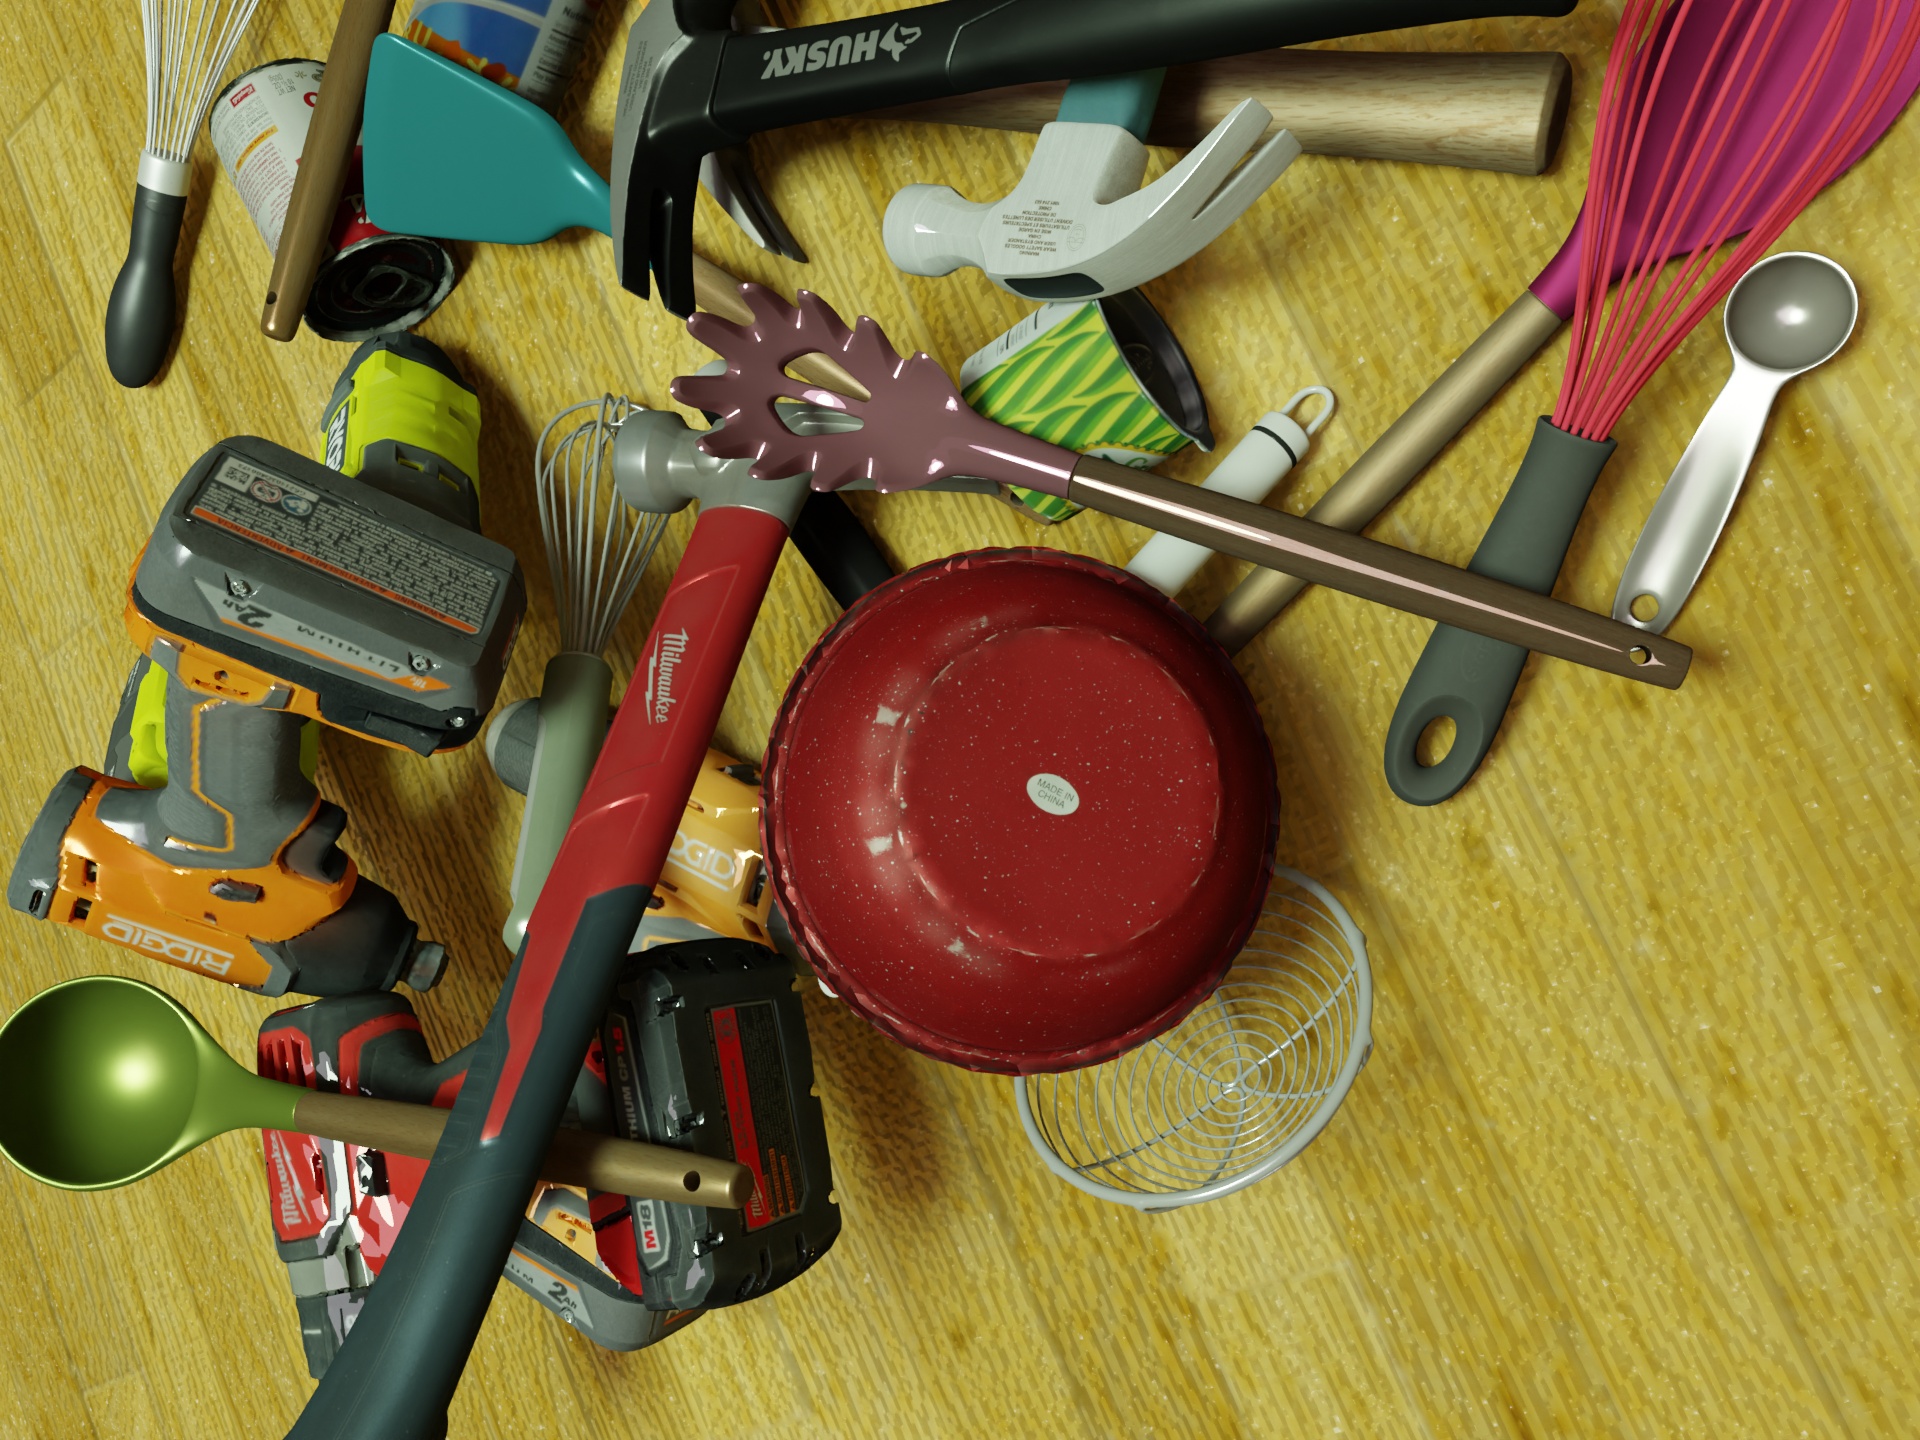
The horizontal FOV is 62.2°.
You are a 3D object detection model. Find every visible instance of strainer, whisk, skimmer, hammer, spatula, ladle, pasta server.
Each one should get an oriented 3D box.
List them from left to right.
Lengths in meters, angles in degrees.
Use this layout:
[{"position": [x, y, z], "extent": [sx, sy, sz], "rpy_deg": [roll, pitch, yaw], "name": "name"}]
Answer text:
[{"position": [-0.369, -0.290, 0.747], "extent": [0.070, 0.070, 0.284], "rpy_deg": [32, 113, 22], "name": "whisk"}, {"position": [-0.209, 0.134, 0.531], "extent": [0.320, 0.062, 0.078], "rpy_deg": [0, 79, 29], "name": "ladle"}, {"position": [-0.143, -0.026, 0.598], "extent": [0.057, 0.059, 0.247], "rpy_deg": [115, 159, -57], "name": "whisk"}, {"position": [-0.102, 0.061, 0.491], "extent": [0.143, 0.038, 0.387], "rpy_deg": [6, 63, 23], "name": "hammer"}, {"position": [-0.097, -0.157, 0.604], "extent": [0.317, 0.044, 0.082], "rpy_deg": [34, 132, 14], "name": "spatula"}, {"position": [-0.001, -0.002, 0.555], "extent": [0.127, 0.090, 0.363], "rpy_deg": [-38, 74, 4], "name": "skimmer"}, {"position": [0.013, -0.199, 0.474], "extent": [0.335, 0.035, 0.146], "rpy_deg": [9, 85, 38], "name": "hammer"}, {"position": [0.035, -0.215, 0.549], "extent": [0.331, 0.031, 0.130], "rpy_deg": [15, 101, 26], "name": "hammer"}, {"position": [0.033, -0.018, 0.514], "extent": [0.258, 0.050, 0.087], "rpy_deg": [-47, 50, -6], "name": "strainer"}, {"position": [0.059, -0.066, 0.482], "extent": [0.316, 0.040, 0.060], "rpy_deg": [20, 101, 15], "name": "pasta server"}, {"position": [0.078, -0.289, 0.486], "extent": [0.128, 0.033, 0.331], "rpy_deg": [21, 94, 37], "name": "hammer"}, {"position": [0.185, -0.101, 0.454], "extent": [0.073, 0.073, 0.295], "rpy_deg": [29, 118, 23], "name": "whisk"}]

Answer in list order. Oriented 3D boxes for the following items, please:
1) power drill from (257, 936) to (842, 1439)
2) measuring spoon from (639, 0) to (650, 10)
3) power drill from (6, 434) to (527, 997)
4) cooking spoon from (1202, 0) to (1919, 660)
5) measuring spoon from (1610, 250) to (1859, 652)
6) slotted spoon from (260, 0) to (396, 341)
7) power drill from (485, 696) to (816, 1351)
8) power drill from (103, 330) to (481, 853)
[{"position": [-0.159, 0.179, 0.571], "extent": [0.227, 0.080, 0.188], "rpy_deg": [-16, 79, 26], "name": "power drill"}, {"position": [-0.125, -0.307, 0.641], "extent": [0.021, 0.011, 0.117], "rpy_deg": [-28, 85, 24], "name": "measuring spoon"}, {"position": [-0.245, 0.021, 0.595], "extent": [0.164, 0.084, 0.226], "rpy_deg": [25, 127, -20], "name": "power drill"}, {"position": [0.163, -0.110, 0.497], "extent": [0.069, 0.017, 0.319], "rpy_deg": [43, 113, 3], "name": "cooking spoon"}, {"position": [0.225, -0.077, 0.473], "extent": [0.034, 0.018, 0.124], "rpy_deg": [30, 115, 26], "name": "measuring spoon"}, {"position": [-0.240, -0.306, 0.653], "extent": [0.070, 0.031, 0.314], "rpy_deg": [11, 85, 28], "name": "slotted spoon"}, {"position": [-0.143, 0.111, 0.650], "extent": [0.185, 0.084, 0.226], "rpy_deg": [24, 101, 25], "name": "power drill"}, {"position": [-0.281, -0.056, 0.688], "extent": [0.223, 0.080, 0.171], "rpy_deg": [-47, 38, 23], "name": "power drill"}]
